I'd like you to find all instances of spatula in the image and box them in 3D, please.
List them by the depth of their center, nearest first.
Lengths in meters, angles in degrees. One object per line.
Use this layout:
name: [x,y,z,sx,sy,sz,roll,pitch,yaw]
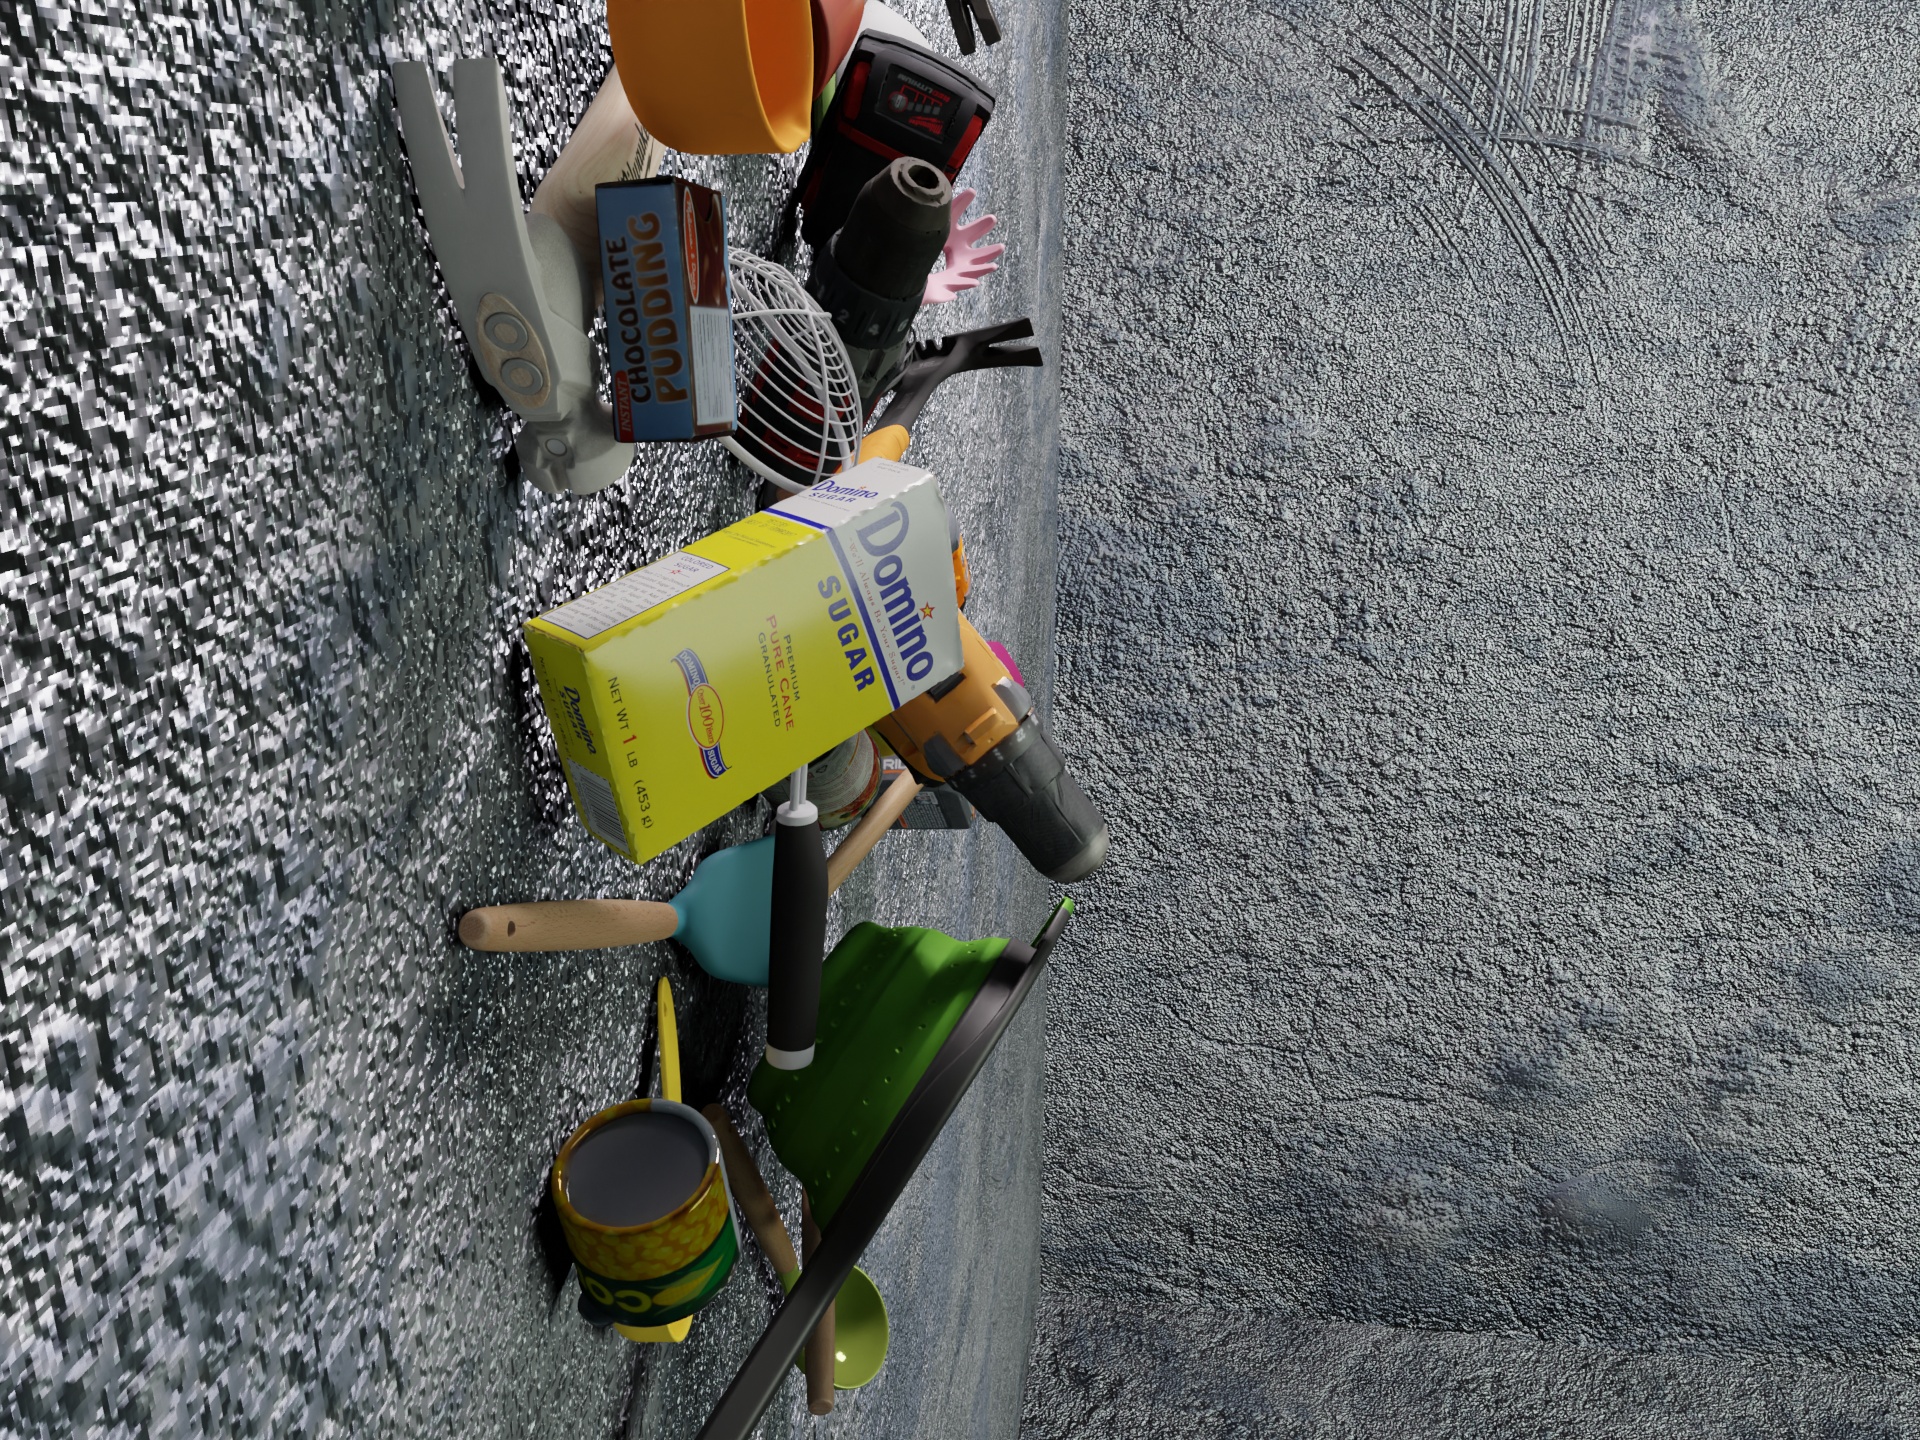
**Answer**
spatula: [-0.123,0.082,0.665,0.317,0.044,0.082,33,56,-80]
spatula: [-0.082,0.253,0.910,0.316,0.018,0.059,-99,-176,-58]

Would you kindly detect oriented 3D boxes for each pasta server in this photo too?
pasta server: [-0.042,-0.223,0.930,0.060,0.040,0.316,47,41,-23]

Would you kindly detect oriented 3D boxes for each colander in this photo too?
colander: [-0.083,0.226,0.766,0.397,0.094,0.204,-54,173,-33]

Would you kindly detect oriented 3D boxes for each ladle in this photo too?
ladle: [-0.094,0.302,0.915,0.319,0.062,0.078,80,13,-48]

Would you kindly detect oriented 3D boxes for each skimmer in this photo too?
skimmer: [-0.096,-0.022,0.701,0.127,0.090,0.363,-34,130,-66]

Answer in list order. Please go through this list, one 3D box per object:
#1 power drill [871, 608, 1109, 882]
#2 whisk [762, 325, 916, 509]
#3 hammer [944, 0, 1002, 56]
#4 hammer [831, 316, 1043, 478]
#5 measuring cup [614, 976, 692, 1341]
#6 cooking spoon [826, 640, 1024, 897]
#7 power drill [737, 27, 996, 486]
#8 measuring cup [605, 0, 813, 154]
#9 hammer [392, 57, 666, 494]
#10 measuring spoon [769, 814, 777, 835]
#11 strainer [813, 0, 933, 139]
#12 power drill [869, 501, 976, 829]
power drill: [-0.001,-0.003,0.846,0.185,0.084,0.226,51,-3,-5]
whisk: [-0.073,-0.188,0.935,0.239,0.055,0.055,-71,162,-49]
hammer: [-0.044,-0.482,0.942,0.359,0.037,0.149,-60,129,-67]
hammer: [-0.045,-0.154,0.942,0.337,0.127,0.034,-67,144,-52]
measuring cup: [-0.138,0.191,0.699,0.062,0.029,0.157,75,8,-67]
cooking spoon: [-0.032,0.040,1.049,0.068,0.017,0.319,58,41,-16]
power drill: [-0.042,-0.248,0.795,0.187,0.080,0.227,129,-23,-50]
measuring cup: [-0.082,-0.272,0.562,0.095,0.052,0.174,77,15,-55]
hammer: [-0.115,-0.274,0.623,0.146,0.038,0.411,82,13,-47]
measuring spoon: [-0.099,0.050,0.953,0.124,0.018,0.034,-85,176,-70]
strainer: [-0.047,-0.329,0.968,0.151,0.069,0.257,75,18,-66]
power drill: [-0.026,-0.035,1.202,0.164,0.084,0.227,73,18,-70]
